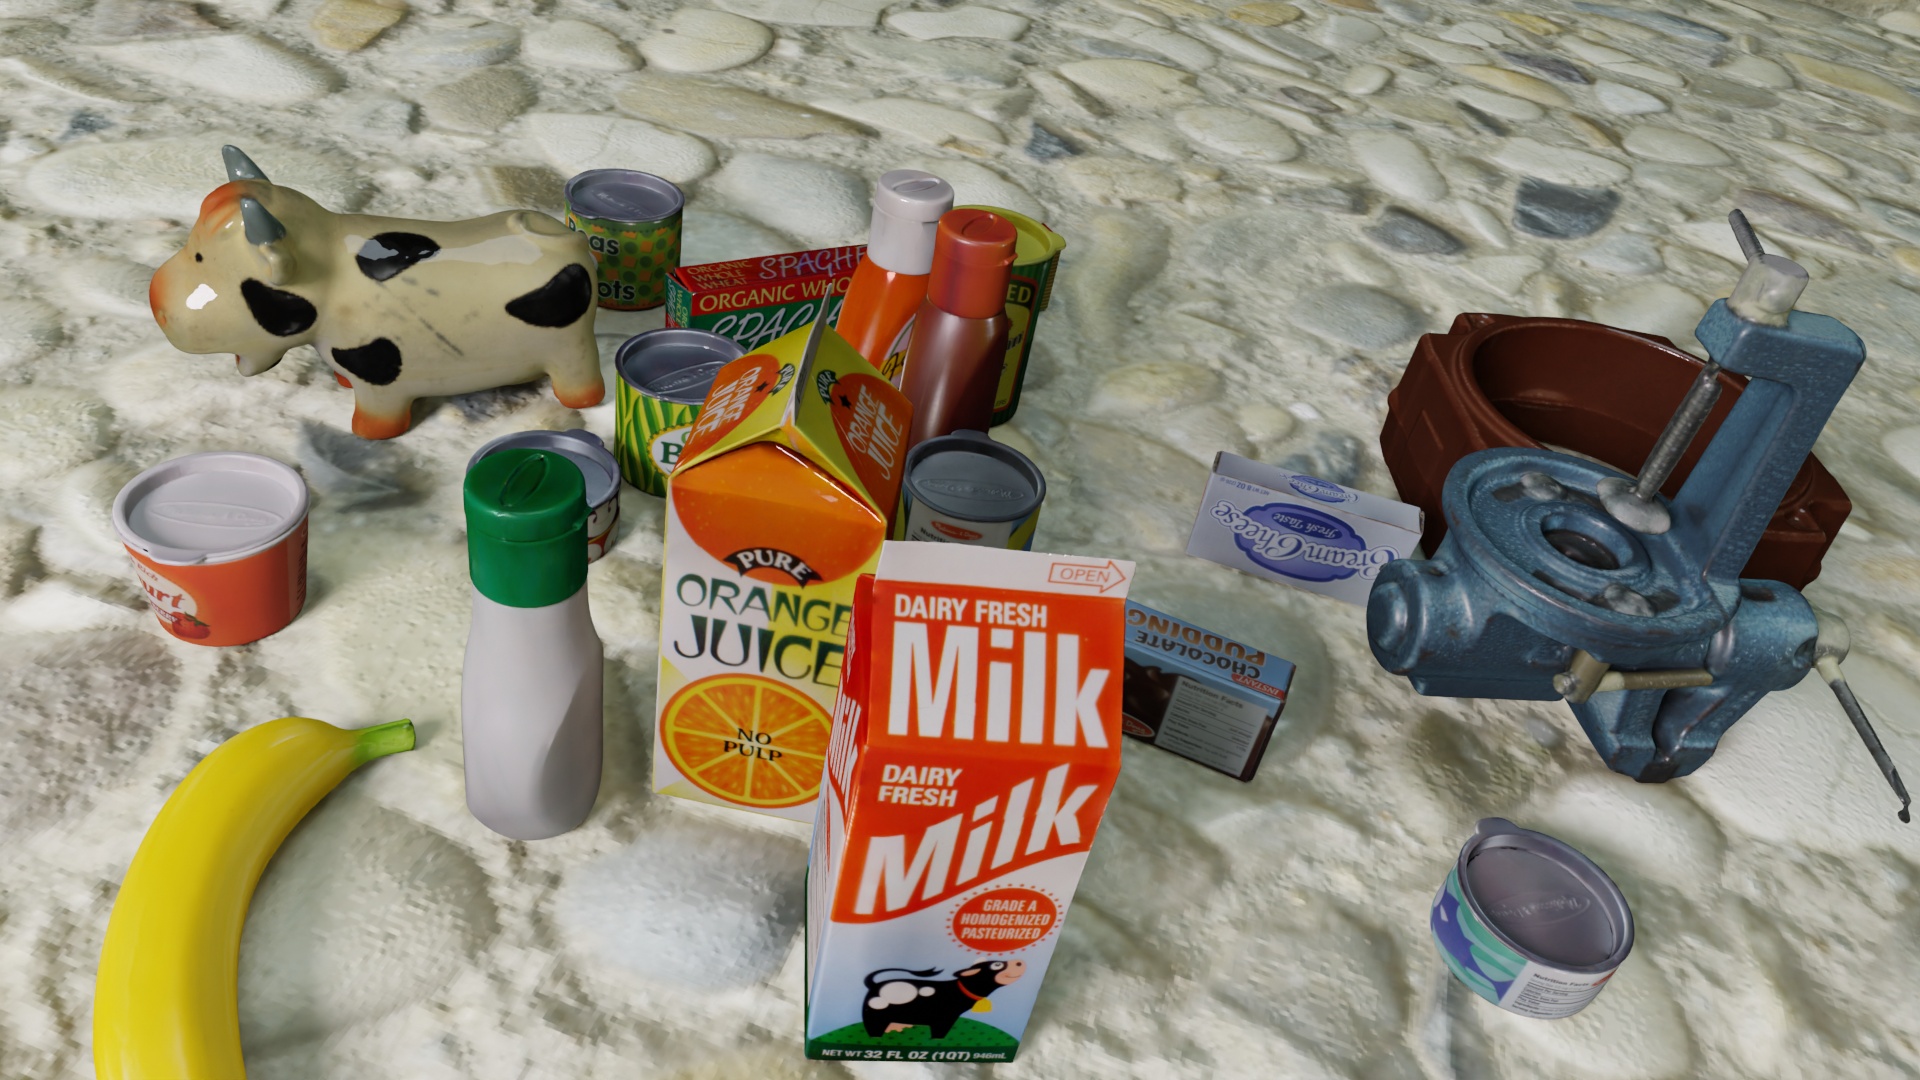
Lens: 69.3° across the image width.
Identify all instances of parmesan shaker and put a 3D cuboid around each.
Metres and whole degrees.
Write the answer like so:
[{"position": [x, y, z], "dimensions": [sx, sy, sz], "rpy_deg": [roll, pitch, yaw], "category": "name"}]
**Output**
[{"position": [0.012, -0.119, 0.750], "dimensions": [0.071, 0.102, 0.072], "rpy_deg": [8, 37, -6], "category": "parmesan shaker"}]

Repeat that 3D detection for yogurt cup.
[{"position": [-0.291, 0.005, 0.549], "dimensions": [0.072, 0.053, 0.073], "rpy_deg": [8, 38, -6], "category": "yogurt cup"}]

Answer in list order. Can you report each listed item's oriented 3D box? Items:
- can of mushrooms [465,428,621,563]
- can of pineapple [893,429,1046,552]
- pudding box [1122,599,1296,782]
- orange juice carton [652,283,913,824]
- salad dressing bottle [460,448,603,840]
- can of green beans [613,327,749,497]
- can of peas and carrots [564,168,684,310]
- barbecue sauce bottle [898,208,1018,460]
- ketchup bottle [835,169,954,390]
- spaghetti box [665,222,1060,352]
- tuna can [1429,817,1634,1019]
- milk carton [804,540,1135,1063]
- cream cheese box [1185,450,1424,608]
[{"position": [-0.185, -0.019, 0.625], "dimensions": [0.071, 0.033, 0.071], "rpy_deg": [8, 38, -6], "category": "can of mushrooms"}, {"position": [0.002, -0.008, 0.642], "dimensions": [0.071, 0.057, 0.071], "rpy_deg": [8, 38, -6], "category": "can of pineapple"}, {"position": [0.092, 0.062, 0.584], "dimensions": [0.084, 0.049, 0.030], "rpy_deg": [20, 38, 11], "category": "pudding box"}, {"position": [-0.062, 0.008, 0.493], "dimensions": [0.073, 0.191, 0.072], "rpy_deg": [11, 37, -1], "category": "orange juice carton"}, {"position": [-0.145, 0.038, 0.469], "dimensions": [0.044, 0.146, 0.064], "rpy_deg": [13, 37, 1], "category": "salad dressing bottle"}, {"position": [-0.134, -0.062, 0.673], "dimensions": [0.071, 0.057, 0.071], "rpy_deg": [8, 38, -6], "category": "can of green beans"}, {"position": [-0.195, -0.172, 0.798], "dimensions": [0.071, 0.058, 0.071], "rpy_deg": [8, 38, -6], "category": "can of peas and carrots"}, {"position": [-0.003, -0.083, 0.662], "dimensions": [0.044, 0.147, 0.065], "rpy_deg": [25, 39, 16], "category": "barbecue sauce bottle"}, {"position": [-0.033, -0.107, 0.685], "dimensions": [0.065, 0.148, 0.043], "rpy_deg": [-25, 51, -39], "category": "ketchup bottle"}, {"position": [-0.051, -0.145, 0.810], "dimensions": [0.251, 0.049, 0.029], "rpy_deg": [-15, 45, -31], "category": "spaghetti box"}, {"position": [0.214, 0.143, 0.527], "dimensions": [0.071, 0.032, 0.071], "rpy_deg": [8, 38, -6], "category": "tuna can"}, {"position": [-0.003, 0.076, 0.424], "dimensions": [0.072, 0.189, 0.074], "rpy_deg": [4, 38, -10], "category": "milk carton"}, {"position": [0.169, -0.004, 0.686], "dimensions": [0.104, 0.053, 0.024], "rpy_deg": [17, 37, 6], "category": "cream cheese box"}]
